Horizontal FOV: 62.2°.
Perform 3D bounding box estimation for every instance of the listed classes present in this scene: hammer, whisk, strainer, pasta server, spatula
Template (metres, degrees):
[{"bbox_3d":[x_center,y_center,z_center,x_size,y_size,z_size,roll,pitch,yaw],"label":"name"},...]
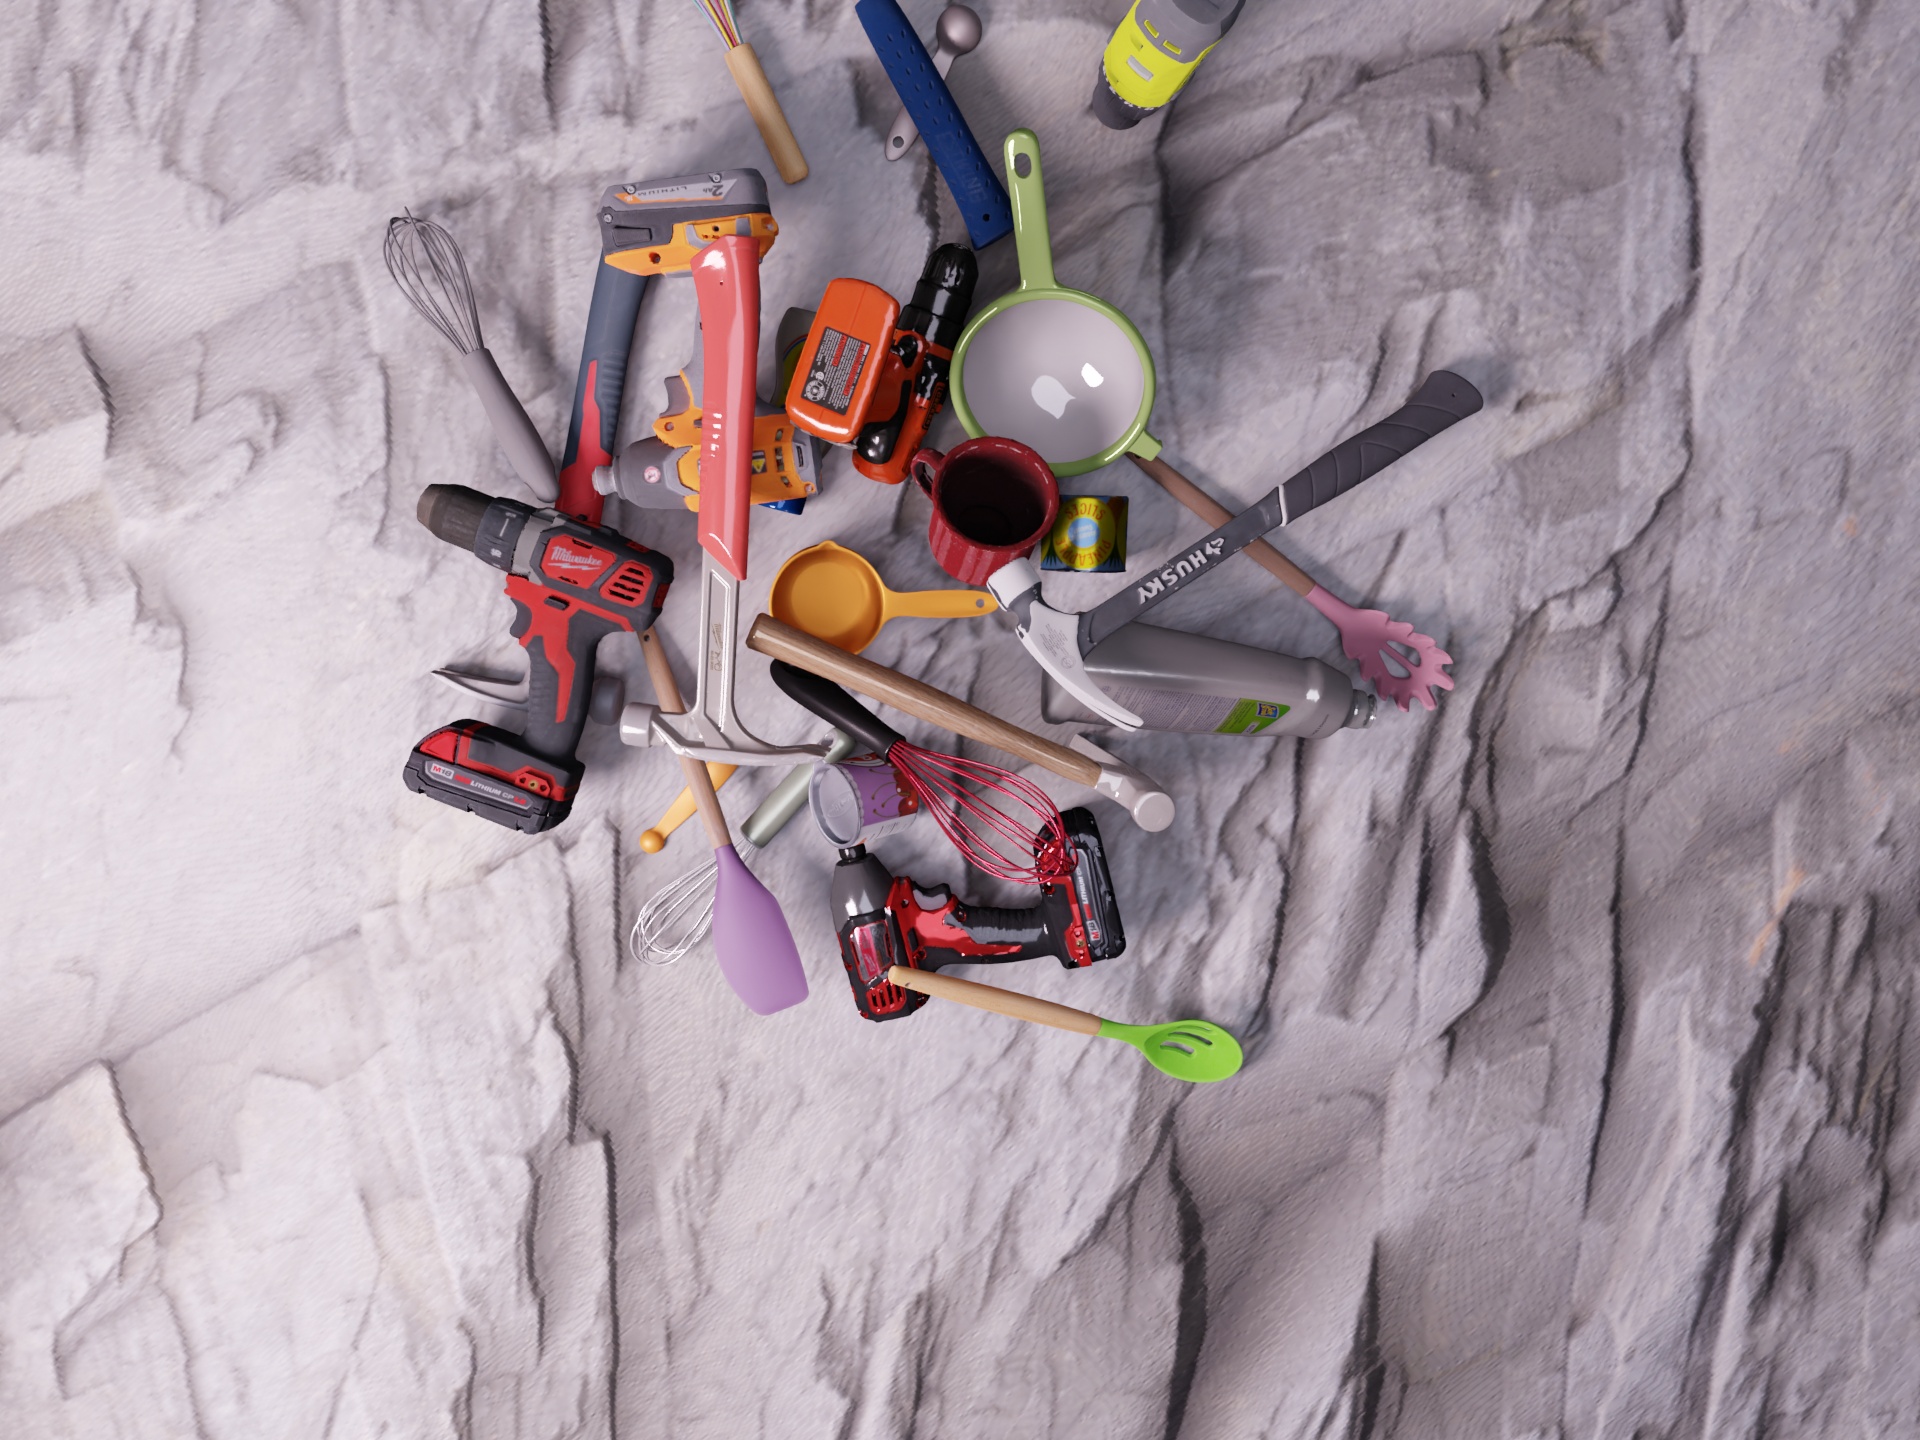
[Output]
[{"bbox_3d":[-0.296,-0.196,1.193,0.143,0.038,0.386,11,98,-3],"label":"hammer"},{"bbox_3d":[-0.175,-0.506,1.150,0.051,0.047,0.245,-26,102,0],"label":"whisk"},{"bbox_3d":[0.062,-0.303,1.149,0.151,0.069,0.256,-2,125,12],"label":"strainer"},{"bbox_3d":[-0.153,-0.147,1.095,0.149,0.037,0.359,6,103,5],"label":"hammer"},{"bbox_3d":[0.251,-0.117,1.232,0.316,0.040,0.060,37,106,-6],"label":"pasta server"},{"bbox_3d":[-0.033,0.032,1.176,0.296,0.073,0.073,34,97,24],"label":"whisk"},{"bbox_3d":[-0.351,-0.265,1.156,0.055,0.055,0.239,-28,90,2],"label":"whisk"},{"bbox_3d":[-0.066,-0.533,1.141,0.144,0.035,0.405,-29,98,11],"label":"hammer"},{"bbox_3d":[-0.168,0.098,1.244,0.246,0.058,0.059,-47,132,2],"label":"whisk"},{"bbox_3d":[-0.002,-0.004,1.181,0.331,0.130,0.031,23,97,-10],"label":"hammer"},{"bbox_3d":[0.225,-0.145,1.175,0.409,0.036,0.149,-32,85,-13],"label":"hammer"},{"bbox_3d":[-0.192,0.073,1.216,0.060,0.018,0.316,-20,86,-2],"label":"spatula"}]

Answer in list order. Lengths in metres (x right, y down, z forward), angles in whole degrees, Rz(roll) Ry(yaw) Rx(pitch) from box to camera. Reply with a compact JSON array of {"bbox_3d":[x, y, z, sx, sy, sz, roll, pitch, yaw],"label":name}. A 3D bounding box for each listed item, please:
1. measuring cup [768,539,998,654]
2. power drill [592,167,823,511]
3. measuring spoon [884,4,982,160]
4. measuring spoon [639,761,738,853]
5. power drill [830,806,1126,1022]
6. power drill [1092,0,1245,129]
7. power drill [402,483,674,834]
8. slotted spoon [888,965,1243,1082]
[{"bbox_3d":[-0.060,-0.092,1.215,0.173,0.052,0.095,-1,100,-8],"label":"measuring cup"},{"bbox_3d":[-0.193,-0.262,1.128,0.164,0.084,0.226,-9,101,-2],"label":"power drill"},{"bbox_3d":[-0.023,-0.471,1.174,0.034,0.018,0.124,29,97,-7],"label":"measuring spoon"},{"bbox_3d":[-0.210,0.061,1.249,0.021,0.011,0.117,43,94,-8],"label":"measuring spoon"},{"bbox_3d":[0.009,0.143,1.243,0.219,0.078,0.143,-14,99,3],"label":"power drill"},{"bbox_3d":[0.182,-0.523,1.109,0.080,0.190,0.228,39,81,-8],"label":"power drill"},{"bbox_3d":[-0.331,-0.050,1.159,0.188,0.080,0.226,21,95,-3],"label":"power drill"},{"bbox_3d":[0.085,0.231,1.237,0.313,0.031,0.070,18,128,-24],"label":"slotted spoon"}]
